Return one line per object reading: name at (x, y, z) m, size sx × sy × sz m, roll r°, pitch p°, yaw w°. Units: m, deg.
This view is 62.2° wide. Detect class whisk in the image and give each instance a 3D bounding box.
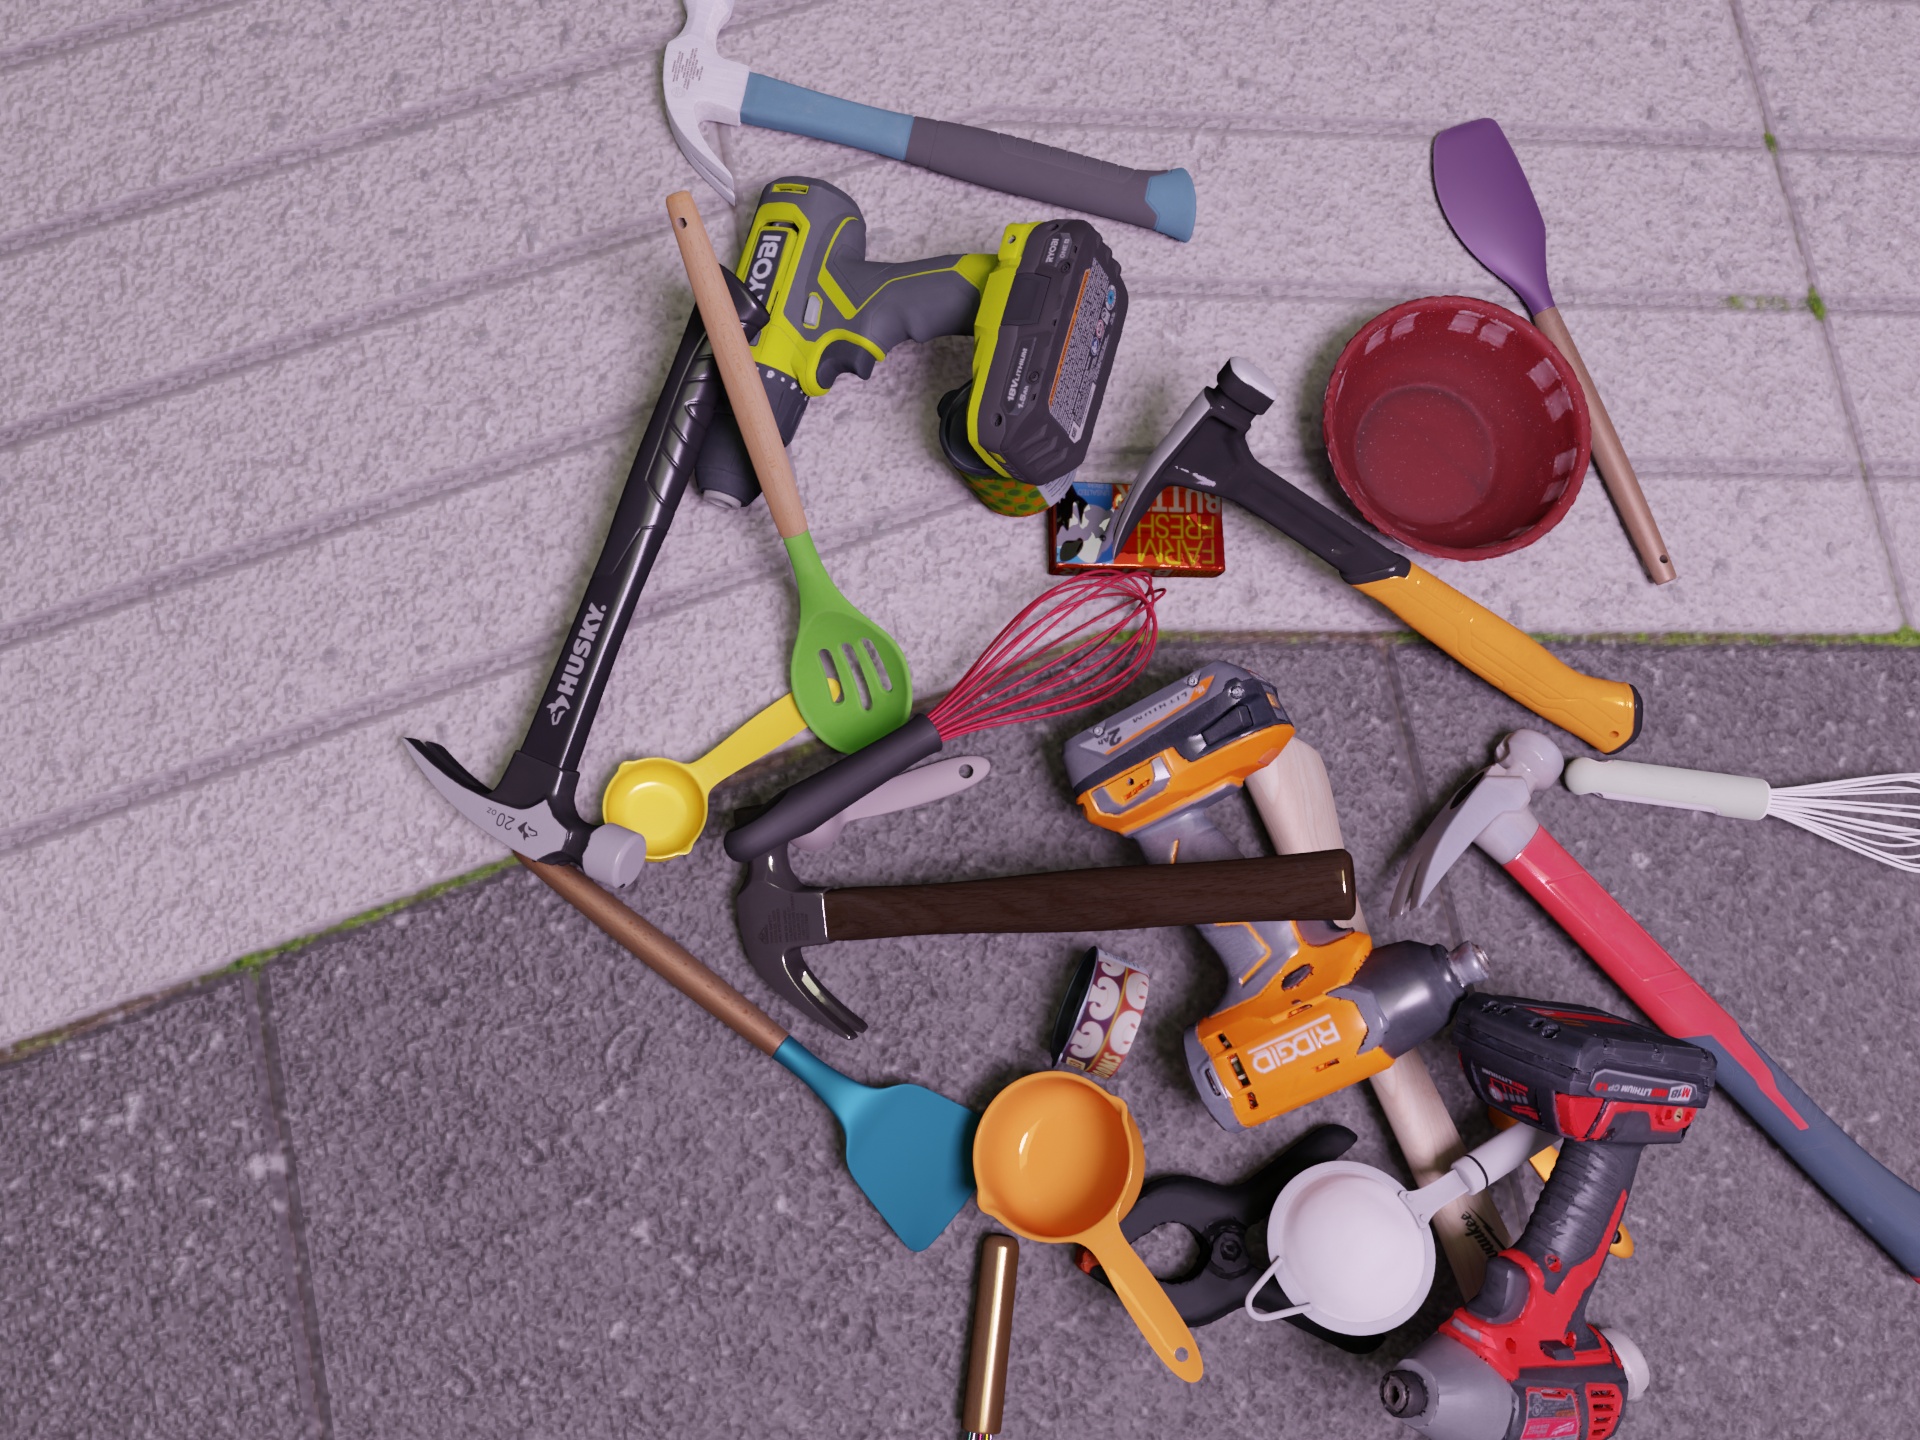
whisk at (-0.001, -0.003, 0.867) m, size 0.296 × 0.073 × 0.073 m, roll -31°, pitch 86°, yaw -21°
whisk at (0.480, 0.049, 0.941) m, size 0.246 × 0.058 × 0.059 m, roll 8°, pitch 89°, yaw 0°
whisk at (0.011, 0.401, 0.845) m, size 0.051 × 0.047 × 0.245 m, roll 8°, pitch 78°, yaw -3°

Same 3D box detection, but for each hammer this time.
hammer at (-0.017, -0.348, 0.958) m, size 0.331 × 0.033 × 0.128 m, roll 13°, pitch 80°, yaw -3°
hammer at (-0.185, -0.090, 0.861) m, size 0.146 × 0.035 × 0.335 m, roll 20°, pitch 88°, yaw 16°
hammer at (0.250, -0.068, 0.907) m, size 0.336 × 0.034 × 0.127 m, roll 30°, pitch 121°, yaw -14°
hammer at (0.037, 0.098, 0.835) m, size 0.331 × 0.031 × 0.130 m, roll -5°, pitch 92°, yaw 18°
hammer at (0.239, 0.205, 0.884) m, size 0.146 × 0.038 × 0.411 m, roll -18°, pitch 81°, yaw -26°
hammer at (0.415, 0.187, 0.905) m, size 0.386 × 0.038 × 0.143 m, roll 45°, pitch 66°, yaw 0°

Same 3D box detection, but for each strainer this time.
strainer at (0.260, 0.241, 0.834) m, size 0.258 × 0.050 × 0.087 m, roll -24°, pitch 66°, yaw -19°

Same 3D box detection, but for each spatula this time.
spatula at (0.370, -0.229, 0.984) m, size 0.060 × 0.018 × 0.316 m, roll -21°, pitch 83°, yaw -7°
spatula at (-0.120, 0.166, 0.878) m, size 0.317 × 0.044 × 0.082 m, roll 37°, pitch 78°, yaw 6°

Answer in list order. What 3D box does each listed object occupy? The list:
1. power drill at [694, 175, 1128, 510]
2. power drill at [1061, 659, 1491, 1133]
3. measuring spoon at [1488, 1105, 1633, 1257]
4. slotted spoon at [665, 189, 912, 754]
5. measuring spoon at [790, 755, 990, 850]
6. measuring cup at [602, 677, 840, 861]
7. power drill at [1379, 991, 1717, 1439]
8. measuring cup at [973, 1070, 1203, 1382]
power drill at (-0.039, -0.198, 0.875) m, size 0.229 × 0.080 × 0.190 m, roll 12°, pitch 81°, yaw 27°
power drill at (0.166, 0.085, 0.850) m, size 0.164 × 0.084 × 0.227 m, roll -29°, pitch 75°, yaw 20°
measuring spoon at (0.346, 0.262, 0.912) m, size 0.021 × 0.011 × 0.117 m, roll -40°, pitch 87°, yaw -10°
slotted spoon at (-0.095, -0.125, 0.848) m, size 0.070 × 0.031 × 0.313 m, roll -12°, pitch 113°, yaw 15°
measuring spoon at (-0.042, 0.043, 0.903) m, size 0.124 × 0.018 × 0.034 m, roll -18°, pitch 84°, yaw -5°
measuring cup at (-0.132, 0.024, 0.901) m, size 0.156 × 0.029 × 0.062 m, roll -36°, pitch 86°, yaw -21°
power drill at (0.282, 0.253, 0.784) m, size 0.143 × 0.079 × 0.219 m, roll 11°, pitch 93°, yaw -29°
measuring cup at (0.078, 0.267, 0.839) m, size 0.095 × 0.052 × 0.174 m, roll -37°, pitch 65°, yaw 4°
